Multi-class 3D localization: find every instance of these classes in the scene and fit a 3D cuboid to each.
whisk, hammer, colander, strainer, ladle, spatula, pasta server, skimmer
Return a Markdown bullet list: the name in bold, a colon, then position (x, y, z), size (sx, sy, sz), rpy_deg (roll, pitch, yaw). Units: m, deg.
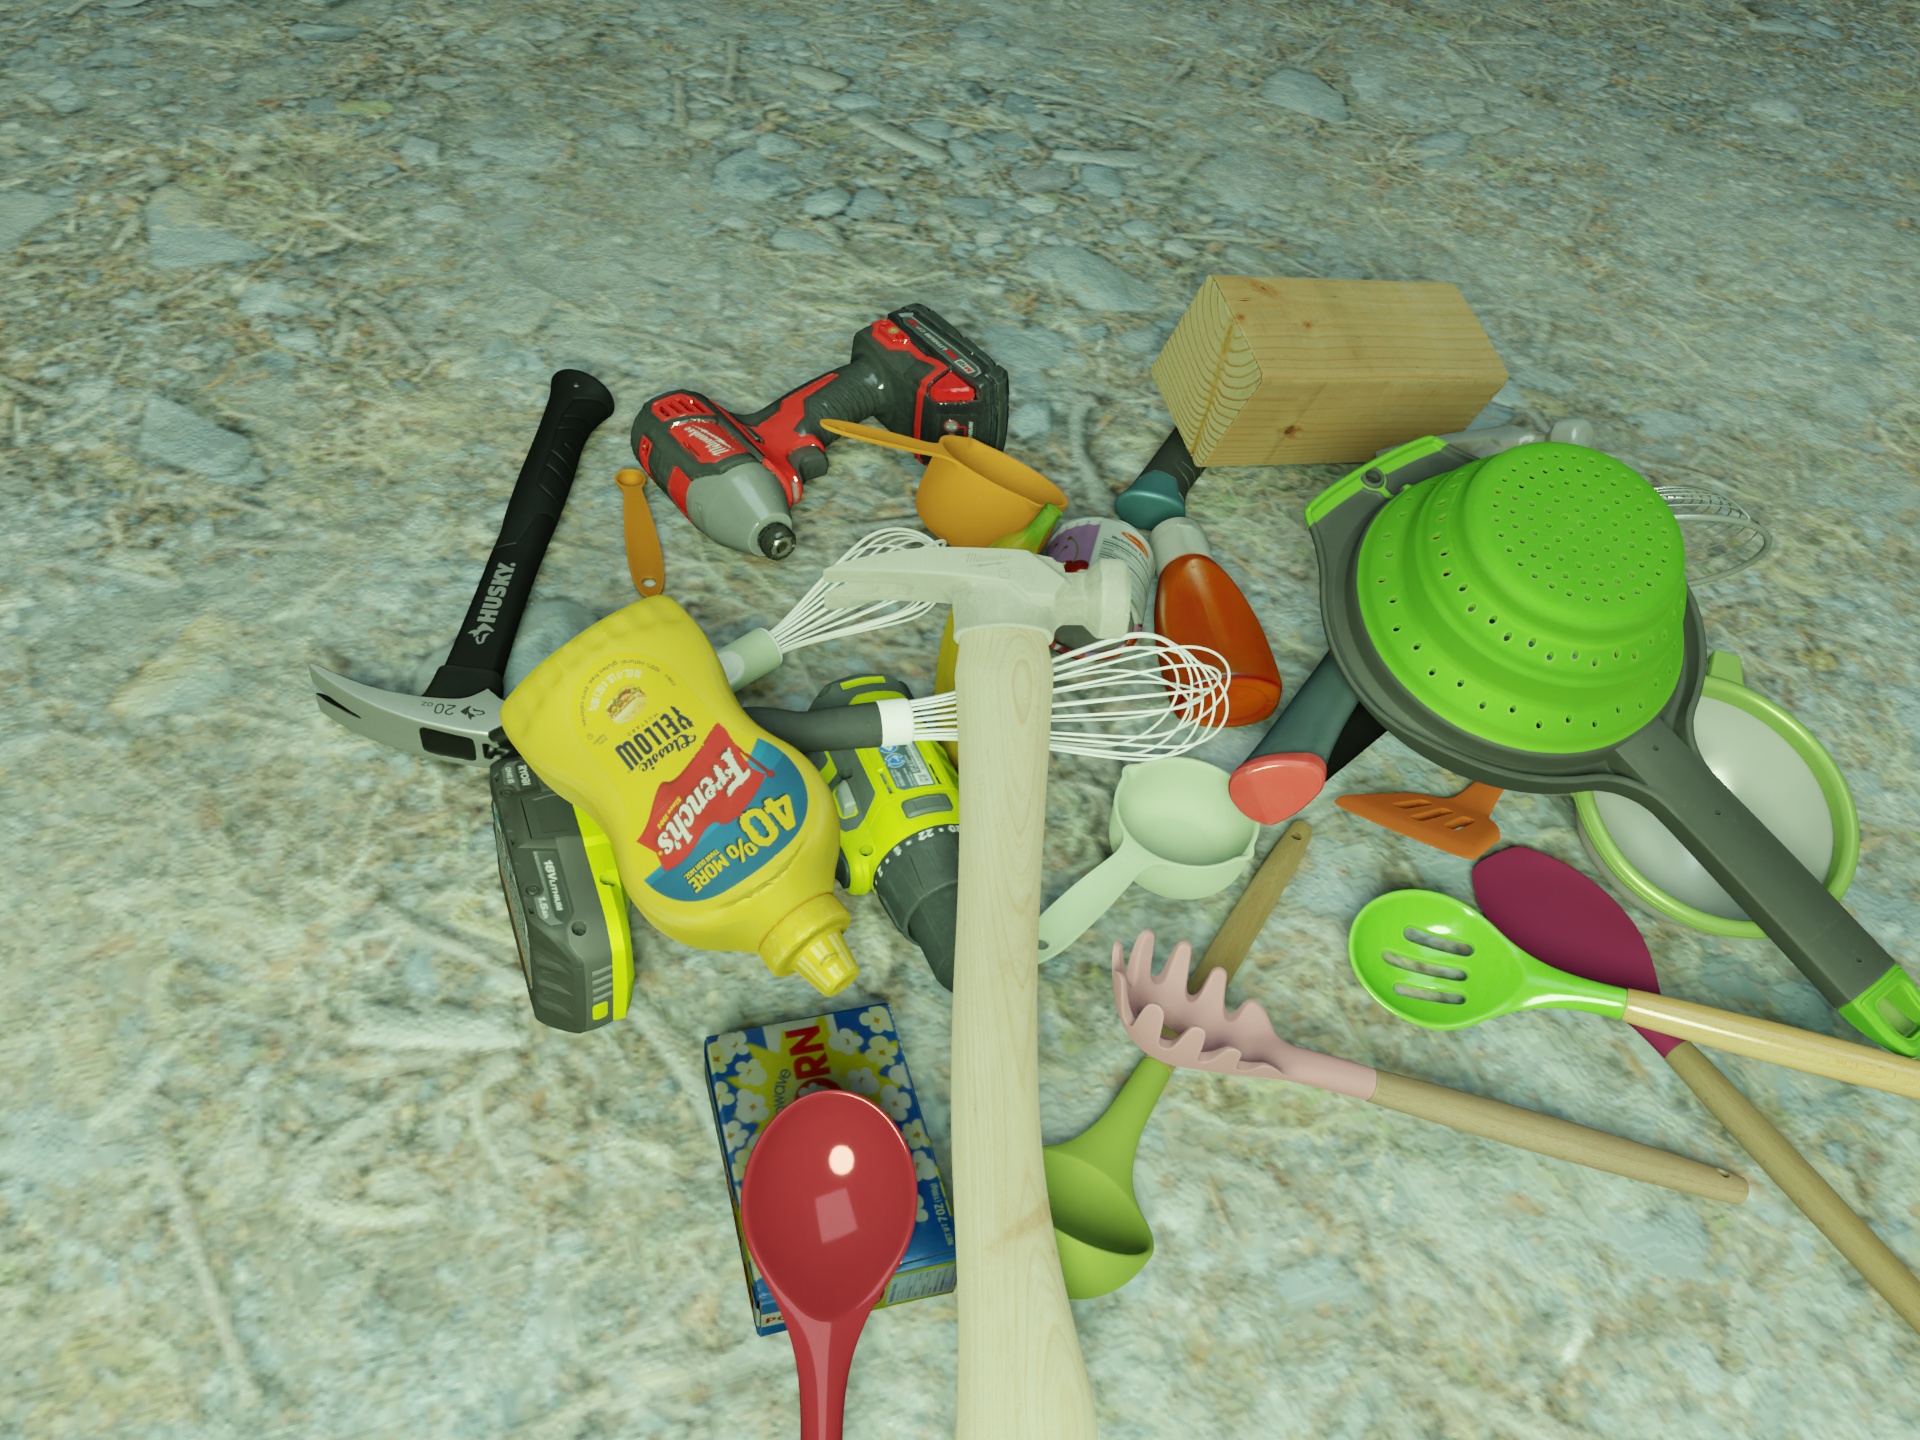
- **whisk**: position (-0.001, -0.003, 0.773), size (0.284, 0.070, 0.070), rpy_deg (-6, 47, -14)
- **hammer**: position (-0.265, -0.105, 0.939), size (0.146, 0.035, 0.335), rpy_deg (6, 45, -3)
- **colander**: position (0.342, -0.012, 0.782), size (0.204, 0.094, 0.397), rpy_deg (-30, 69, -20)
- **strainer**: position (0.414, 0.096, 0.827), size (0.151, 0.069, 0.256), rpy_deg (-26, 70, -19)
- **hammer**: position (0.193, -0.232, 1.129), size (0.128, 0.033, 0.331), rpy_deg (24, 47, 14)
- **hammer**: position (0.242, -0.070, 0.930), size (0.143, 0.038, 0.386), rpy_deg (-1, 34, 42)
- **ladle**: position (-0.048, 0.287, 0.558), size (0.069, 0.031, 0.316), rpy_deg (3, 57, -8)
- **spatula**: position (0.334, 0.001, 0.915), size (0.081, 0.041, 0.322), rpy_deg (25, 44, 38)
- **pasta server**: position (0.210, 0.163, 0.705), size (0.316, 0.040, 0.060), rpy_deg (17, 27, -7)
- **skimmer**: position (0.328, -0.034, 0.931), size (0.363, 0.127, 0.090), rpy_deg (-36, 88, -21)
- **ladle**: position (0.105, 0.137, 0.741), size (0.078, 0.062, 0.320), rpy_deg (29, 46, 15)
- **hammer**: position (0.006, 0.098, 0.658), size (0.146, 0.038, 0.411), rpy_deg (1, 58, -1)
- **whisk**: position (-0.102, -0.045, 0.898), size (0.246, 0.059, 0.058), rpy_deg (-33, 86, -29)

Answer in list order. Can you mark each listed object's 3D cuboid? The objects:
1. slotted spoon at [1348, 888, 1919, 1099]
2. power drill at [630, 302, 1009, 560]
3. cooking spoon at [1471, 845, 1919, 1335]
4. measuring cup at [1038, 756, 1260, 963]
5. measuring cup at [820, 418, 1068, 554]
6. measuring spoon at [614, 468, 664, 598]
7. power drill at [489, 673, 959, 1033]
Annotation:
- **slotted spoon**: position (0.342, 0.144, 0.756), size (0.314, 0.031, 0.070), rpy_deg (13, 66, 16)
- **power drill**: position (-0.082, -0.178, 1.010), size (0.219, 0.078, 0.143), rpy_deg (-26, 54, -26)
- **cooking spoon**: position (0.361, 0.178, 0.762), size (0.068, 0.017, 0.319), rpy_deg (-20, 51, -20)
- **measuring cup**: position (0.084, 0.081, 0.805), size (0.083, 0.038, 0.167), rpy_deg (36, 53, 25)
- **measuring cup**: position (-0.018, -0.138, 0.952), size (0.173, 0.052, 0.095), rpy_deg (9, 28, -35)
- **measuring spoon**: position (-0.197, -0.113, 0.976), size (0.021, 0.011, 0.117), rpy_deg (-6, 51, -15)
- **power drill**: position (-0.096, 0.071, 0.763), size (0.228, 0.080, 0.191), rpy_deg (-10, 47, -21)
